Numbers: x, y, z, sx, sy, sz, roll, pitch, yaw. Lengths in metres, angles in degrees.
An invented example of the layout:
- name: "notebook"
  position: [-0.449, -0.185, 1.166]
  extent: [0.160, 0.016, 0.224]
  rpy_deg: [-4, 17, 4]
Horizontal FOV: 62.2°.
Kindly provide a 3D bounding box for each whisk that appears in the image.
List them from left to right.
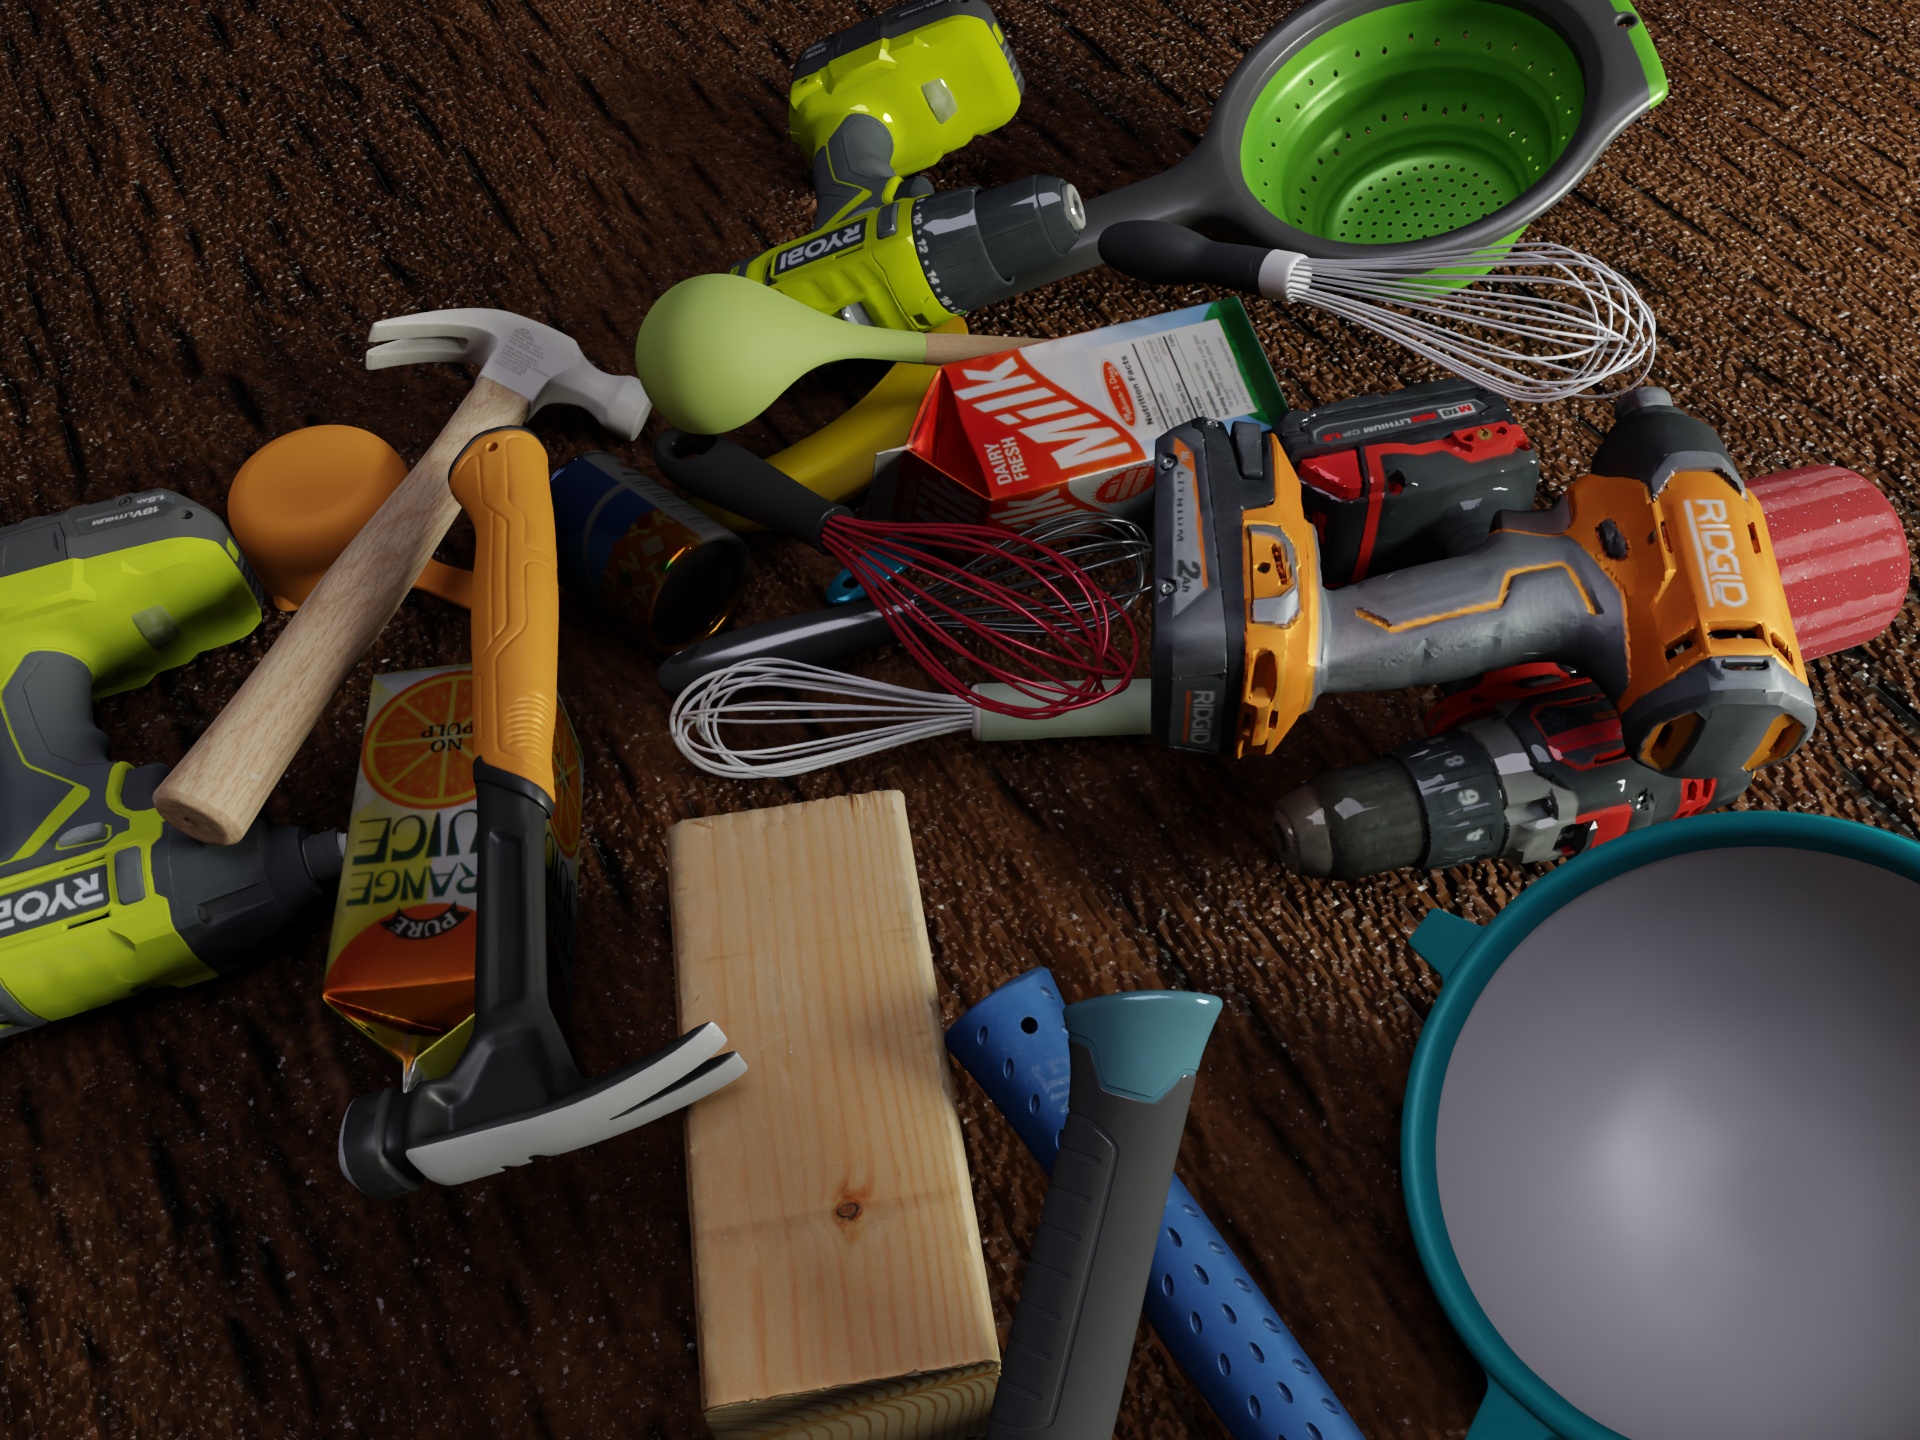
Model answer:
- name: "whisk"
  position: [-0.042, -0.075, 0.687]
  extent: [0.073, 0.073, 0.296]
  rpy_deg: [-40, 50, -24]
- name: "whisk"
  position: [-0.021, -0.046, 0.721]
  extent: [0.239, 0.055, 0.055]
  rpy_deg: [-15, 54, -2]
- name: "whisk"
  position: [-0.001, -0.002, 0.686]
  extent: [0.246, 0.059, 0.058]
  rpy_deg: [-2, 36, -4]
- name: "whisk"
  position: [0.176, -0.199, 0.726]
  extent: [0.285, 0.070, 0.070]
  rpy_deg: [24, 57, 36]

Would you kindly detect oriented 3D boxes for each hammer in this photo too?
- name: "hammer"
  position: [-0.255, -0.080, 0.712]
  extent: [0.130, 0.031, 0.332]
  rpy_deg: [26, 48, -8]
- name: "hammer"
  position: [-0.161, 0.004, 0.597]
  extent: [0.127, 0.034, 0.337]
  rpy_deg: [-18, 51, 4]
- name: "hammer"
  position: [0.013, 0.233, 0.434]
  extent: [0.128, 0.033, 0.331]
  rpy_deg: [14, 81, 7]
- name: "hammer"
  position: [0.122, 0.247, 0.452]
  extent: [0.144, 0.035, 0.406]
  rpy_deg: [-31, 69, -17]

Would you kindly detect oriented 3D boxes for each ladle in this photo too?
- name: "ladle"
  position: [0.002, -0.175, 0.785]
  extent: [0.320, 0.062, 0.078]
  rpy_deg: [-1, 70, -20]

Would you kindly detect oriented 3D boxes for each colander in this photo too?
- name: "colander"
  position: [0.163, -0.269, 0.860]
  extent: [0.397, 0.094, 0.205]
  rpy_deg: [-17, 59, 13]

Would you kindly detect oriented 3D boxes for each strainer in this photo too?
- name: "strainer"
  position: [0.308, 0.123, 0.475]
  extent: [0.340, 0.095, 0.211]
  rpy_deg: [-21, 50, 33]

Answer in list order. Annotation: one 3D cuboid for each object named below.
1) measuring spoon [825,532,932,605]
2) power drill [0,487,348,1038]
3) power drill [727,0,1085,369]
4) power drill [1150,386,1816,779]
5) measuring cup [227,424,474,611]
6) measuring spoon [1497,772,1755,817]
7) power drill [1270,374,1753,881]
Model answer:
- name: "measuring spoon"
  position: [-0.018, -0.098, 0.770]
  extent: [0.042, 0.021, 0.128]
  rpy_deg: [36, 61, 26]
- name: "power drill"
  position: [-0.357, 0.014, 0.678]
  extent: [0.171, 0.080, 0.223]
  rpy_deg: [-18, 58, -10]
- name: "power drill"
  position: [-0.025, -0.292, 0.855]
  extent: [0.190, 0.080, 0.229]
  rpy_deg: [-14, 49, 22]
- name: "power drill"
  position: [0.186, -0.061, 0.601]
  extent: [0.226, 0.084, 0.164]
  rpy_deg: [1, 58, 6]
- name: "measuring cup"
  position: [-0.271, -0.089, 0.760]
  extent: [0.174, 0.052, 0.095]
  rpy_deg: [20, 57, 19]
- name: "measuring spoon"
  position: [0.278, 0.029, 0.669]
  extent: [0.117, 0.011, 0.021]
  rpy_deg: [-6, 49, -6]
- name: "power drill"
  position: [0.195, -0.035, 0.672]
  extent: [0.188, 0.080, 0.227]
  rpy_deg: [-13, 52, -6]
